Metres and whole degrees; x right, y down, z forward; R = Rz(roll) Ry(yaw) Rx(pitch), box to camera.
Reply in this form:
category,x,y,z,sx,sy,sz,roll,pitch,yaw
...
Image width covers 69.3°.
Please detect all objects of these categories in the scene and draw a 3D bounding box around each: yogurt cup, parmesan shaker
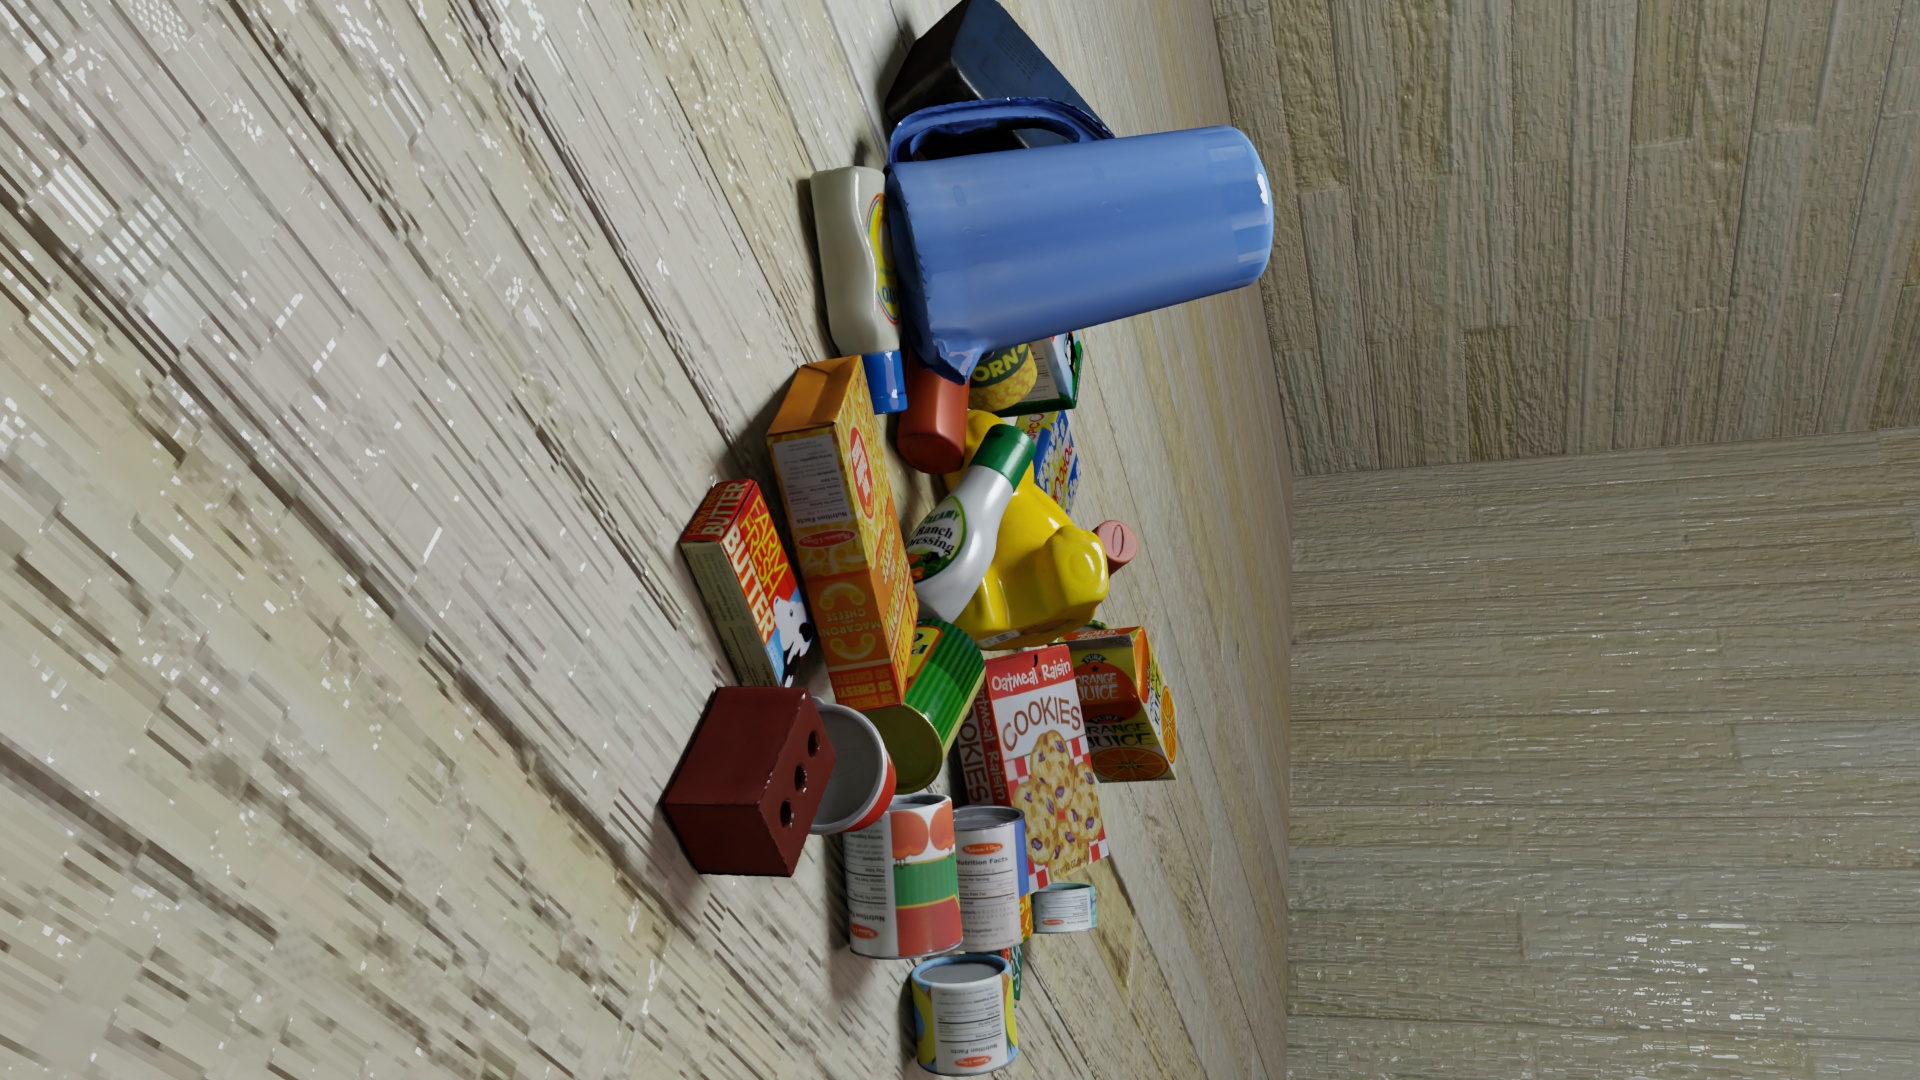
category,x,y,z,sx,sy,sz,roll,pitch,yaw
yogurt cup,-0.067,0.125,0.739,0.054,0.072,0.072,59,31,-68
parmesan shaker,-0.031,0.100,0.850,0.103,0.071,0.071,-59,140,-61

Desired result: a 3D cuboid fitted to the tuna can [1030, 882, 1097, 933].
category,x,y,z,sx,sy,sz,roll,pitch,yaw
tuna can,0.076,0.295,1.115,0.071,0.071,0.033,21,65,-70

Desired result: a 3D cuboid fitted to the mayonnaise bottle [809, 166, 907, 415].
category,x,y,z,sx,sy,sz,roll,pitch,yaw
mayonnaise bottle,-0.059,-0.151,0.852,0.065,0.041,0.147,-32,115,-71

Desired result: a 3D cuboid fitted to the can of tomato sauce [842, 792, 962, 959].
category,x,y,z,sx,sy,sz,roll,pitch,yaw
can of tomato sauce,-0.033,0.194,0.812,0.071,0.071,0.083,0,85,-71

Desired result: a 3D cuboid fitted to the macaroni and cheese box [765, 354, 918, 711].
category,x,y,z,sx,sy,sz,roll,pitch,yaw
macaroni and cheese box,-0.063,-0.006,0.781,0.124,0.040,0.165,-83,163,-66

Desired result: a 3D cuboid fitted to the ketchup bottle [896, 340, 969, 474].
category,x,y,z,sx,sy,sz,roll,pitch,yaw
ketchup bottle,-0.015,-0.124,0.973,0.064,0.043,0.149,57,34,-60

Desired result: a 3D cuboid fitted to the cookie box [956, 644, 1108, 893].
category,x,y,z,sx,sy,sz,roll,pitch,yaw
cookie box,0.052,0.167,1.033,0.123,0.040,0.167,-4,82,-56

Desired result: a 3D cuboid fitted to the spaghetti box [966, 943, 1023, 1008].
category,x,y,z,sx,sy,sz,roll,pitch,yaw
spaghetti box,0.033,0.222,1.059,0.050,0.028,0.251,54,36,-56

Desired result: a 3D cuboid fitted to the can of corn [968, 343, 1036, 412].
category,x,y,z,sx,sy,sz,roll,pitch,yaw
can of corn,0.020,-0.137,1.041,0.058,0.071,0.071,66,27,-46

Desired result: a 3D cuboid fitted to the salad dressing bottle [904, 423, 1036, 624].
category,x,y,z,sx,sy,sz,roll,pitch,yaw
salad dressing bottle,0.003,-0.012,0.925,0.044,0.064,0.148,48,59,-34

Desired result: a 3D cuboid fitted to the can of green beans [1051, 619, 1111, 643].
category,x,y,z,sx,sy,sz,roll,pitch,yaw
can of green beans,0.121,0.114,1.284,0.057,0.071,0.071,60,31,-51

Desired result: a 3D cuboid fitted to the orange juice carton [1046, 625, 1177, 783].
category,x,y,z,sx,sy,sz,roll,pitch,yaw
orange juice carton,0.131,0.133,1.180,0.192,0.072,0.073,61,29,-50

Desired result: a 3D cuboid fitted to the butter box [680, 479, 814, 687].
category,x,y,z,sx,sy,sz,roll,pitch,yaw
butter box,-0.106,0.025,0.704,0.053,0.024,0.103,-70,150,-51

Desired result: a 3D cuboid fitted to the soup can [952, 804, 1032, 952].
category,x,y,z,sx,sy,sz,roll,pitch,yaw
soup can,0.014,0.229,0.948,0.071,0.071,0.083,-9,95,-71

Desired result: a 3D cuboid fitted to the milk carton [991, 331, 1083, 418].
category,x,y,z,sx,sy,sz,roll,pitch,yaw
milk carton,0.039,-0.191,1.099,0.189,0.073,0.073,65,26,-45

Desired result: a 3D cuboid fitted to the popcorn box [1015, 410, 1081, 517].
category,x,y,z,sx,sy,sz,roll,pitch,yaw
popcorn box,0.071,-0.055,1.219,0.127,0.038,0.084,-71,149,-49

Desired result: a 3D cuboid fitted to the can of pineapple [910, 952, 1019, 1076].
category,x,y,z,sx,sy,sz,roll,pitch,yaw
can of pineapple,0.002,0.304,0.897,0.071,0.071,0.058,-6,92,-71

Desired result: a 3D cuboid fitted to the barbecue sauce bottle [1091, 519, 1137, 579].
category,x,y,z,sx,sy,sz,roll,pitch,yaw
barbecue sauce bottle,0.090,0.029,1.119,0.148,0.044,0.065,134,-30,-56
